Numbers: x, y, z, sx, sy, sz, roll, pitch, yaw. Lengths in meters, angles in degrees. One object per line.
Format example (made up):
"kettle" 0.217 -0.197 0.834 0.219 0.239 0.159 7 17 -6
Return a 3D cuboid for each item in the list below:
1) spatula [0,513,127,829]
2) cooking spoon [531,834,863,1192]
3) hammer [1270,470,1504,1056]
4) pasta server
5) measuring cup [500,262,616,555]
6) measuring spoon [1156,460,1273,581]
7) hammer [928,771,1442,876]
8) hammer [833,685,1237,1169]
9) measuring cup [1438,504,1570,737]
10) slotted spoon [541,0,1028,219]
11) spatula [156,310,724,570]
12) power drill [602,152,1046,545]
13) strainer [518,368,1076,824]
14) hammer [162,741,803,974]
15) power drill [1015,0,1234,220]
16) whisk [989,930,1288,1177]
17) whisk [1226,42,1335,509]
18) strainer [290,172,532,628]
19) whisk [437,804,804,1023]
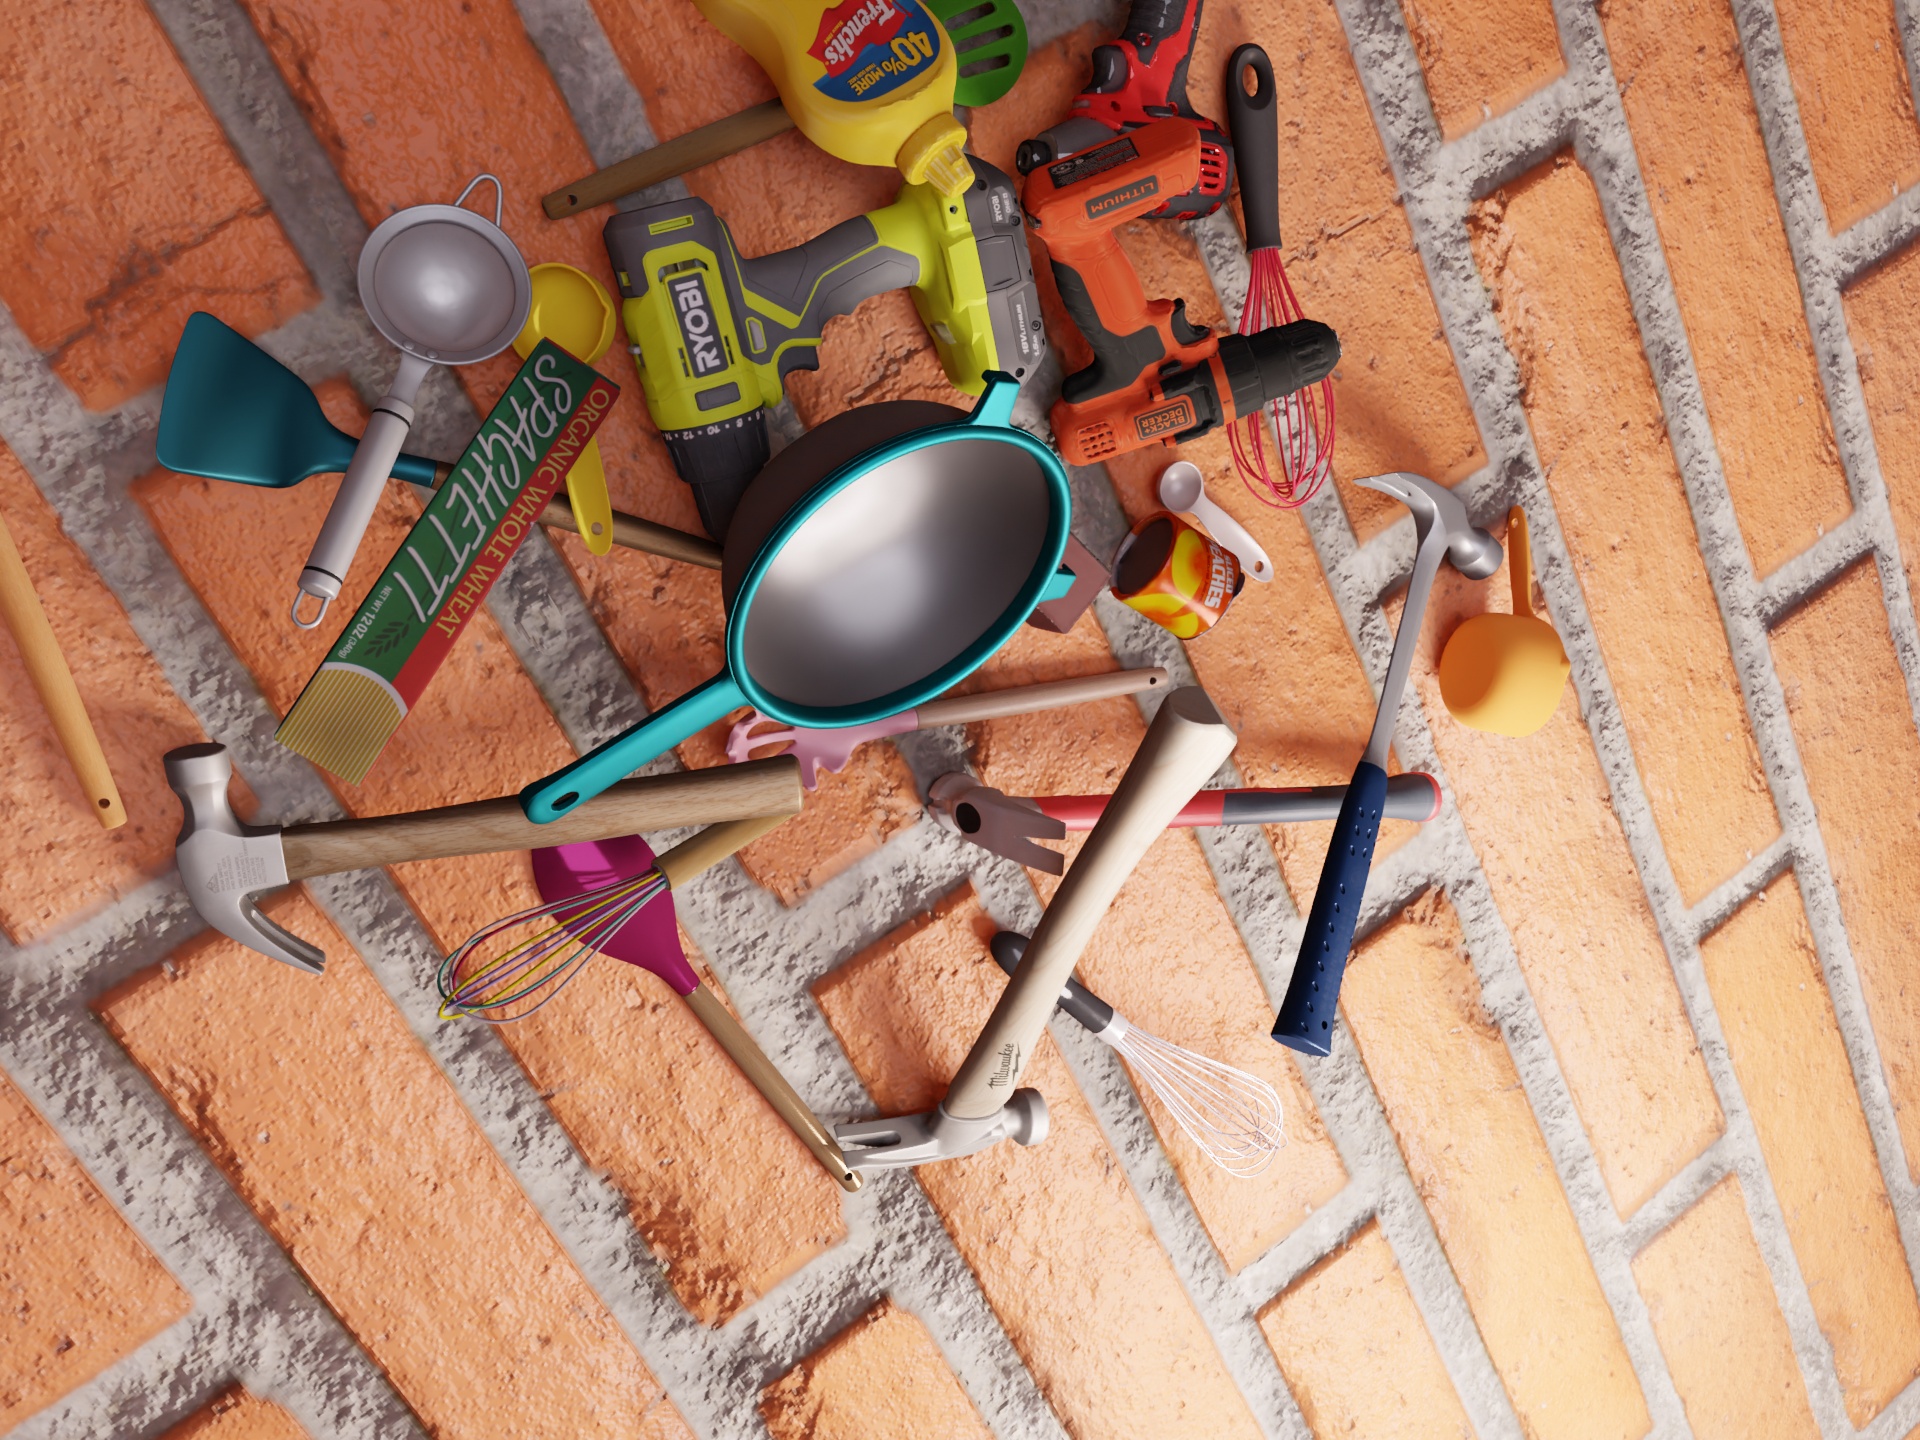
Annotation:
"spatula" -0.471 -0.093 0.766 0.081 0.041 0.322 -21 109 -21
"cooking spoon" -0.151 0.182 0.979 0.069 0.017 0.318 -40 113 -13
"hammer" 0.273 0.020 1.060 0.144 0.035 0.406 32 68 -35
"pasta server" -0.002 -0.003 1.002 0.316 0.040 0.060 -10 111 -24
"measuring cup" -0.207 -0.169 0.867 0.062 0.029 0.156 -6 102 10
"measuring spoon" 0.171 -0.131 1.072 0.124 0.018 0.034 38 83 -33
"hammer" 0.180 0.061 1.052 0.386 0.143 0.038 -1 99 -29
"hammer" 0.046 0.137 0.927 0.146 0.038 0.410 -2 136 -27
"measuring cup" 0.387 -0.076 1.153 0.052 0.095 0.174 6 79 -21
"slotted spoon" -0.090 -0.345 0.900 0.314 0.031 0.070 -28 113 -16
"spatula" -0.256 -0.126 0.857 0.317 0.044 0.082 14 76 -28
"power drill" -0.073 -0.215 0.907 0.228 0.080 0.190 -21 112 -18
"strainer" -0.104 -0.066 0.870 0.340 0.095 0.210 -32 149 -4
"hammer" -0.251 0.059 0.879 0.331 0.031 0.130 -7 106 -14
"power drill" 0.098 -0.413 0.943 0.143 0.079 0.219 -8 107 -30
"whisk" 0.125 0.228 1.097 0.284 0.070 0.070 39 83 -21
"whisk" 0.199 -0.285 1.030 0.073 0.073 0.296 -10 97 -23
"strainer" -0.285 -0.162 0.805 0.086 0.050 0.259 22 69 -18
"whisk" -0.193 0.102 0.920 0.245 0.051 0.047 -32 133 -29
